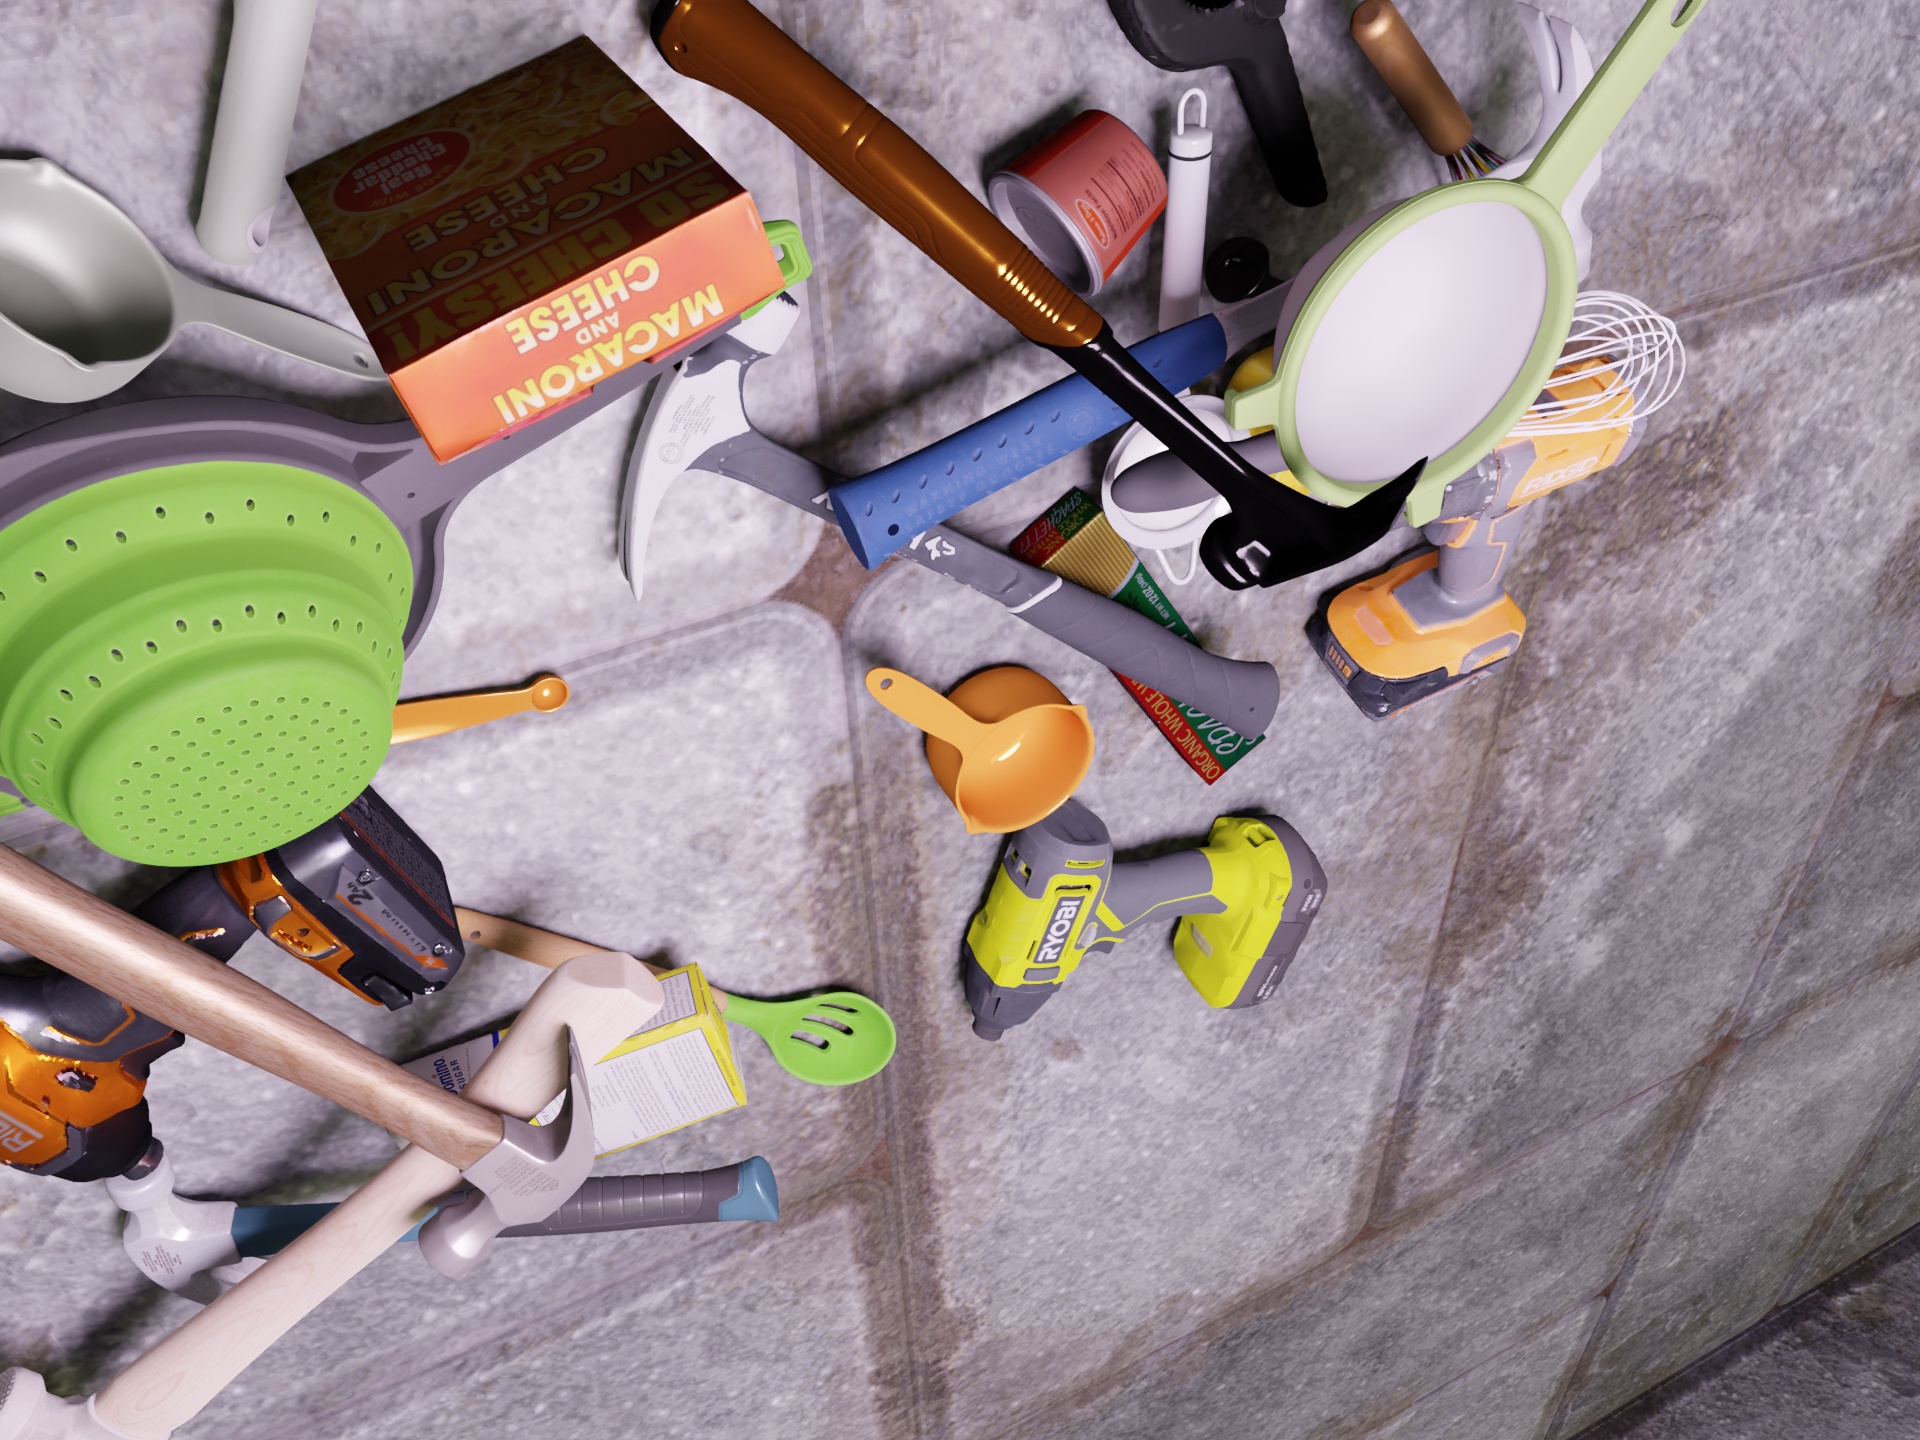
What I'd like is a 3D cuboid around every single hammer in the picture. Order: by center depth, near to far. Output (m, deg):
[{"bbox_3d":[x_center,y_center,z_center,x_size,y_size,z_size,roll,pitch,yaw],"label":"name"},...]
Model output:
[{"bbox_3d":[0.026,-0.169,0.616,0.336,0.127,0.034,37,71,-14],"label":"hammer"},{"bbox_3d":[-0.283,0.129,0.660,0.130,0.031,0.331,-39,127,8],"label":"hammer"},{"bbox_3d":[0.125,-0.184,0.723,0.405,0.035,0.143,-29,138,-10],"label":"hammer"},{"bbox_3d":[-0.296,0.260,0.789,0.410,0.038,0.146,-41,122,11],"label":"hammer"},{"bbox_3d":[0.019,-0.066,0.792,0.408,0.036,0.149,23,110,-36],"label":"hammer"},{"bbox_3d":[-0.262,0.262,0.846,0.331,0.033,0.128,-1,132,-10],"label":"hammer"}]

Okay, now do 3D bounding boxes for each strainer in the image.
[{"bbox_3d":[0.215,-0.214,0.678,0.151,0.069,0.256,17,116,-39],"label":"strainer"},{"bbox_3d":[0.106,-0.181,0.775,0.087,0.050,0.258,-18,136,-15],"label":"strainer"}]

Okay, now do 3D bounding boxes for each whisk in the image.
[{"bbox_3d":[-0.214,-0.261,0.508,0.059,0.058,0.246,23,118,-6],"label":"whisk"},{"bbox_3d":[0.211,-0.146,0.775,0.284,0.070,0.070,-16,135,2],"label":"whisk"},{"bbox_3d":[0.249,-0.280,0.787,0.244,0.051,0.047,23,86,-49],"label":"whisk"}]

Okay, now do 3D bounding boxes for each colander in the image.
[{"bbox_3d":[-0.211,-0.057,0.595,0.397,0.095,0.204,-33,155,-5],"label":"colander"}]

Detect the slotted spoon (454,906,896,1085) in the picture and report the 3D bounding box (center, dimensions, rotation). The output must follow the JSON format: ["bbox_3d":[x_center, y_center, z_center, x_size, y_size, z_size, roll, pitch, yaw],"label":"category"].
[{"bbox_3d":[-0.155,0.153,0.901,0.313,0.031,0.070,29,107,-43],"label":"slotted spoon"}]

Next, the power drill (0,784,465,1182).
[{"bbox_3d":[-0.344,0.122,0.711,0.226,0.084,0.164,-29,137,-4],"label":"power drill"}]

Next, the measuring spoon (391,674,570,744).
[{"bbox_3d":[-0.238,-0.005,0.728,0.117,0.011,0.021,-12,130,-21],"label":"measuring spoon"}]

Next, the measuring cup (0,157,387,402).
[{"bbox_3d":[-0.278,-0.137,0.560,0.038,0.083,0.167,-28,162,27],"label":"measuring cup"}]

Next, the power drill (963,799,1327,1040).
[{"bbox_3d":[0.113,0.132,1.031,0.223,0.080,0.171,1,123,-30],"label":"power drill"}]

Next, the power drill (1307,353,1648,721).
[{"bbox_3d":[0.267,-0.094,0.901,0.185,0.084,0.226,-21,150,-18],"label":"power drill"}]

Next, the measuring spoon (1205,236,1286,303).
[{"bbox_3d":[0.163,-0.219,0.818,0.124,0.018,0.034,12,124,-47],"label":"measuring spoon"}]

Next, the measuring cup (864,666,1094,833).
[{"bbox_3d":[-0.001,-0.003,0.857,0.095,0.052,0.173,-49,134,10],"label":"measuring cup"}]
